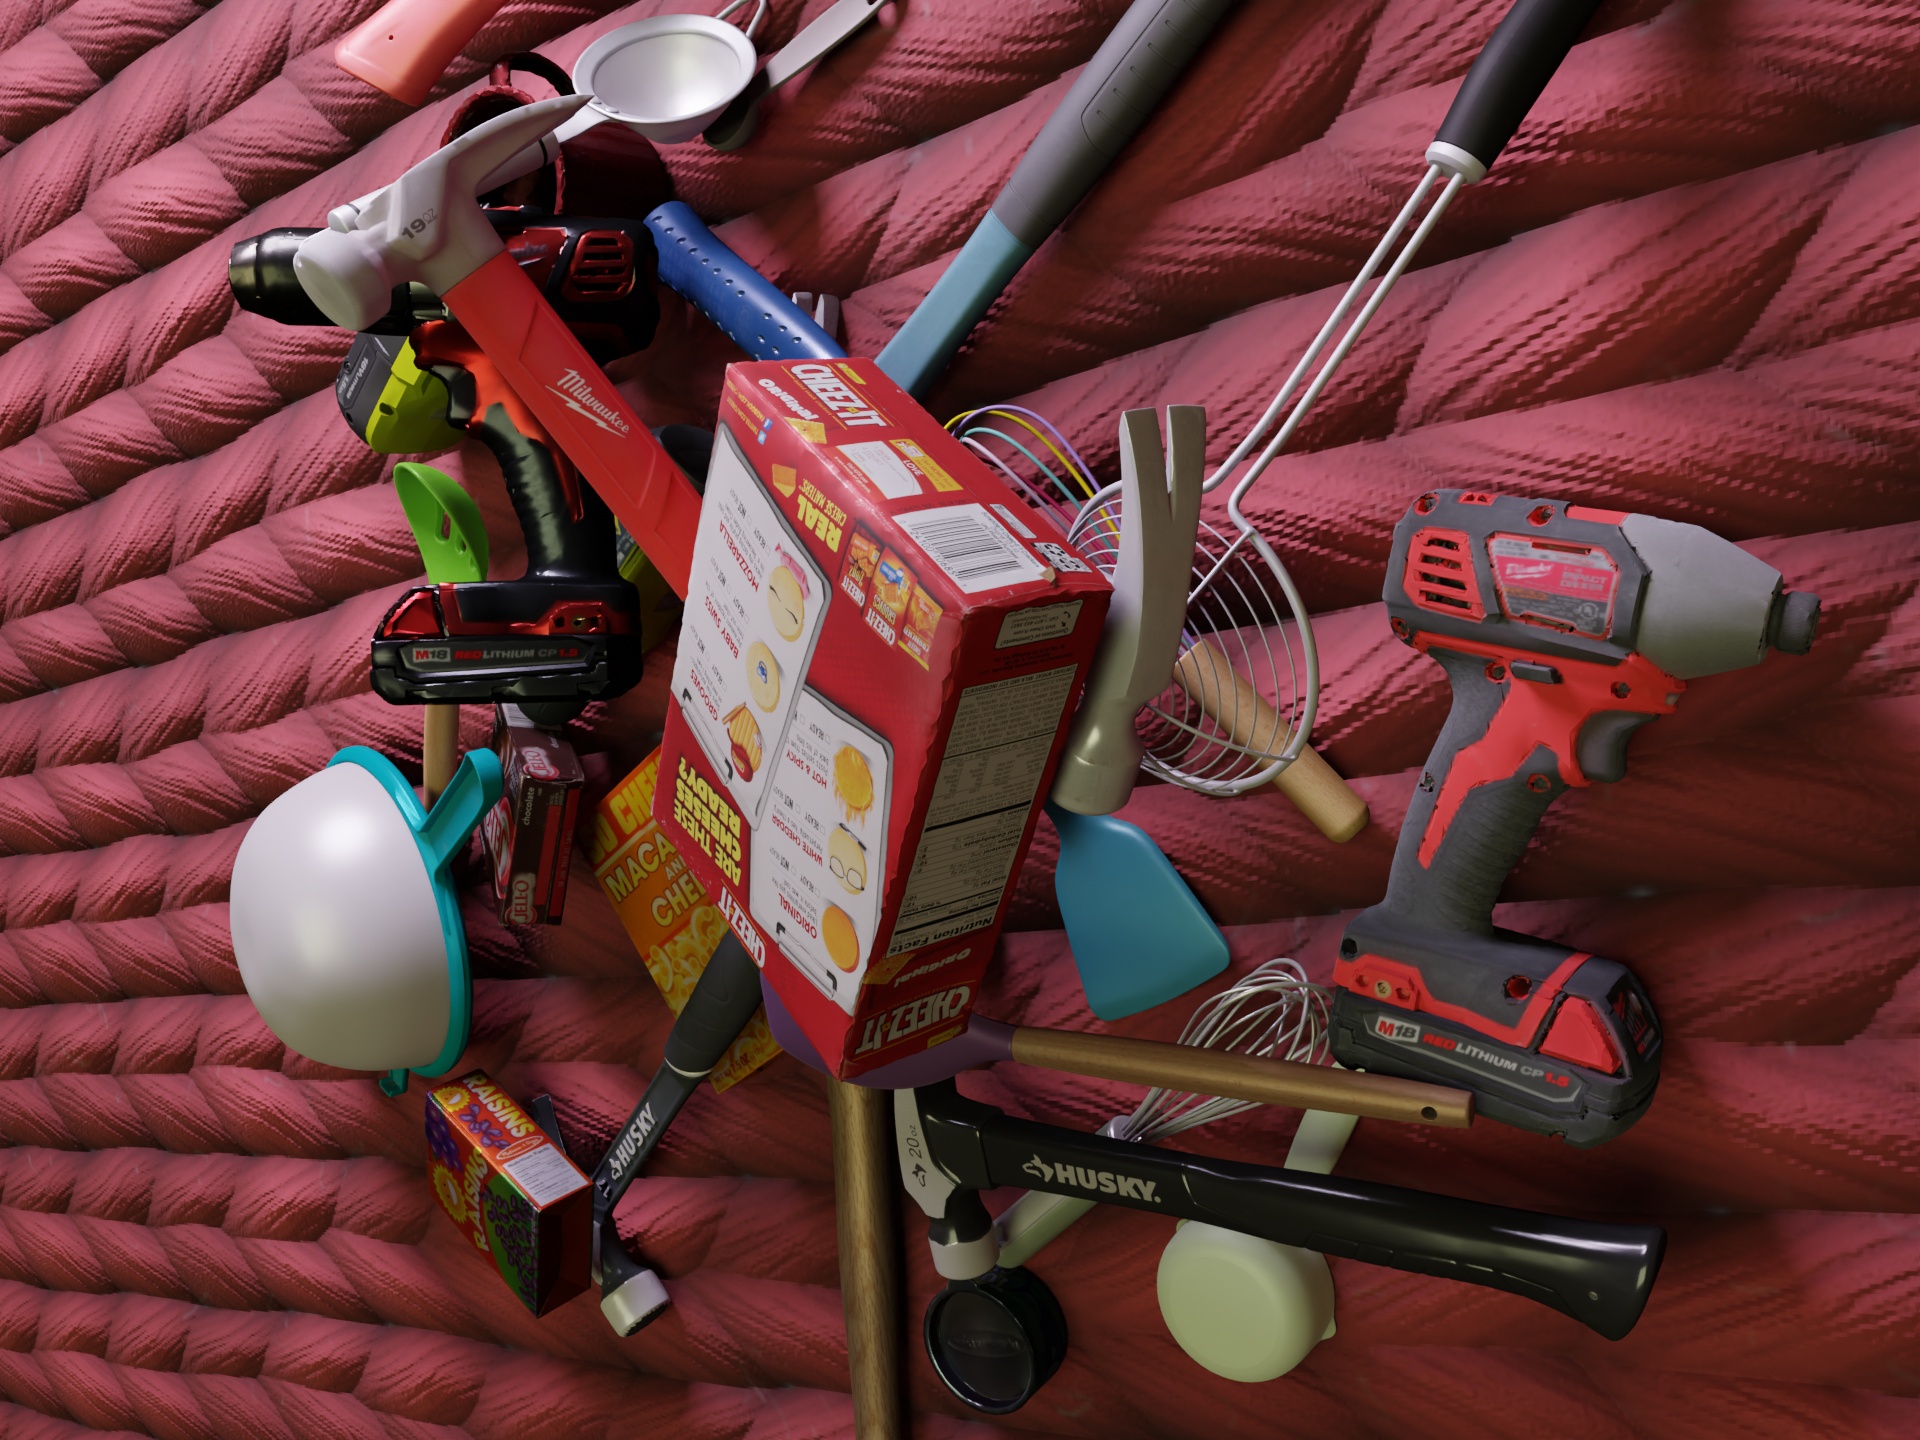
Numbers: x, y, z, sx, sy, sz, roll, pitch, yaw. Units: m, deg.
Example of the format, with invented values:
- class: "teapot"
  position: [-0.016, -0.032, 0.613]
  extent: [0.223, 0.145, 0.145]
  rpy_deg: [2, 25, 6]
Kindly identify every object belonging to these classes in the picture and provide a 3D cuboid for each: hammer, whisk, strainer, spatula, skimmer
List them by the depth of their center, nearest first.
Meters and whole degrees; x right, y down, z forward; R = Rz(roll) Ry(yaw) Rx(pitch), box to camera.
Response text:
- class: "skimmer"
  position: [0.153, -0.139, 0.587]
  extent: [0.127, 0.090, 0.363]
  rpy_deg: [38, 99, 31]
- class: "spatula"
  position: [0.047, 0.137, 0.645]
  extent: [0.316, 0.018, 0.059]
  rpy_deg: [1, 109, 31]
- class: "hammer"
  position: [0.110, 0.189, 0.650]
  extent: [0.335, 0.035, 0.146]
  rpy_deg: [0, 108, 37]
- class: "hammer"
  position: [-0.039, -0.134, 0.658]
  extent: [0.406, 0.035, 0.144]
  rpy_deg: [46, 134, 41]
- class: "whisk"
  position: [0.077, -0.040, 0.671]
  extent: [0.245, 0.047, 0.051]
  rpy_deg: [47, 135, 9]
- class: "hammer"
  position: [0.033, -0.221, 0.682]
  extent: [0.128, 0.033, 0.331]
  rpy_deg: [51, 122, 14]
- class: "spatula"
  position: [-0.001, -0.002, 0.703]
  extent: [0.082, 0.044, 0.317]
  rpy_deg: [-33, 103, 37]
- class: "hammer"
  position: [-0.105, -0.081, 0.707]
  extent: [0.038, 0.143, 0.386]
  rpy_deg: [-3, 129, 56]
- class: "strainer"
  position: [-0.184, -0.262, 0.716]
  extent: [0.087, 0.258, 0.050]
  rpy_deg: [36, 147, 25]
- class: "whisk"
  position: [0.081, 0.186, 0.719]
  extent: [0.246, 0.059, 0.058]
  rpy_deg: [-51, 33, 34]
- class: "hammer"
  position: [-0.153, -0.406, 0.725]
  extent: [0.359, 0.036, 0.149]
  rpy_deg: [-27, 84, 22]
- class: "hammer"
  position: [-0.150, 0.182, 0.833]
  extent: [0.149, 0.036, 0.408]
  rpy_deg: [51, 134, 19]
- class: "hammer"
  position: [-0.045, 0.322, 0.838]
  extent: [0.130, 0.031, 0.331]
  rpy_deg: [4, 101, 34]
- class: "strainer"
  position: [-0.351, 0.101, 0.912]
  extent: [0.340, 0.095, 0.211]
  rpy_deg: [-39, 72, 49]

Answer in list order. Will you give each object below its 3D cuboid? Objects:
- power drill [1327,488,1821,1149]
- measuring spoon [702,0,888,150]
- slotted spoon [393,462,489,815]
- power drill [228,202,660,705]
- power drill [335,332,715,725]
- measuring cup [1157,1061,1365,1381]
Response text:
- class: "power drill"
  position: [0.217, 0.032, 0.582]
  extent: [0.143, 0.078, 0.219]
  rpy_deg: [14, 103, 32]
- class: "measuring spoon"
  position: [-0.073, -0.308, 0.749]
  extent: [0.124, 0.018, 0.034]
  rpy_deg: [-27, 63, 28]
- class: "slotted spoon"
  position: [-0.288, -0.020, 0.884]
  extent: [0.070, 0.031, 0.313]
  rpy_deg: [42, 139, 20]
- class: "power drill"
  position: [-0.231, -0.121, 0.726]
  extent: [0.188, 0.080, 0.227]
  rpy_deg: [-1, 92, -7]
- class: "power drill"
  position: [-0.231, -0.127, 0.851]
  extent: [0.229, 0.080, 0.190]
  rpy_deg: [49, 120, 13]
- class: "measuring cup"
  position: [0.136, 0.216, 0.690]
  extent: [0.083, 0.038, 0.167]
  rpy_deg: [30, 116, 26]
